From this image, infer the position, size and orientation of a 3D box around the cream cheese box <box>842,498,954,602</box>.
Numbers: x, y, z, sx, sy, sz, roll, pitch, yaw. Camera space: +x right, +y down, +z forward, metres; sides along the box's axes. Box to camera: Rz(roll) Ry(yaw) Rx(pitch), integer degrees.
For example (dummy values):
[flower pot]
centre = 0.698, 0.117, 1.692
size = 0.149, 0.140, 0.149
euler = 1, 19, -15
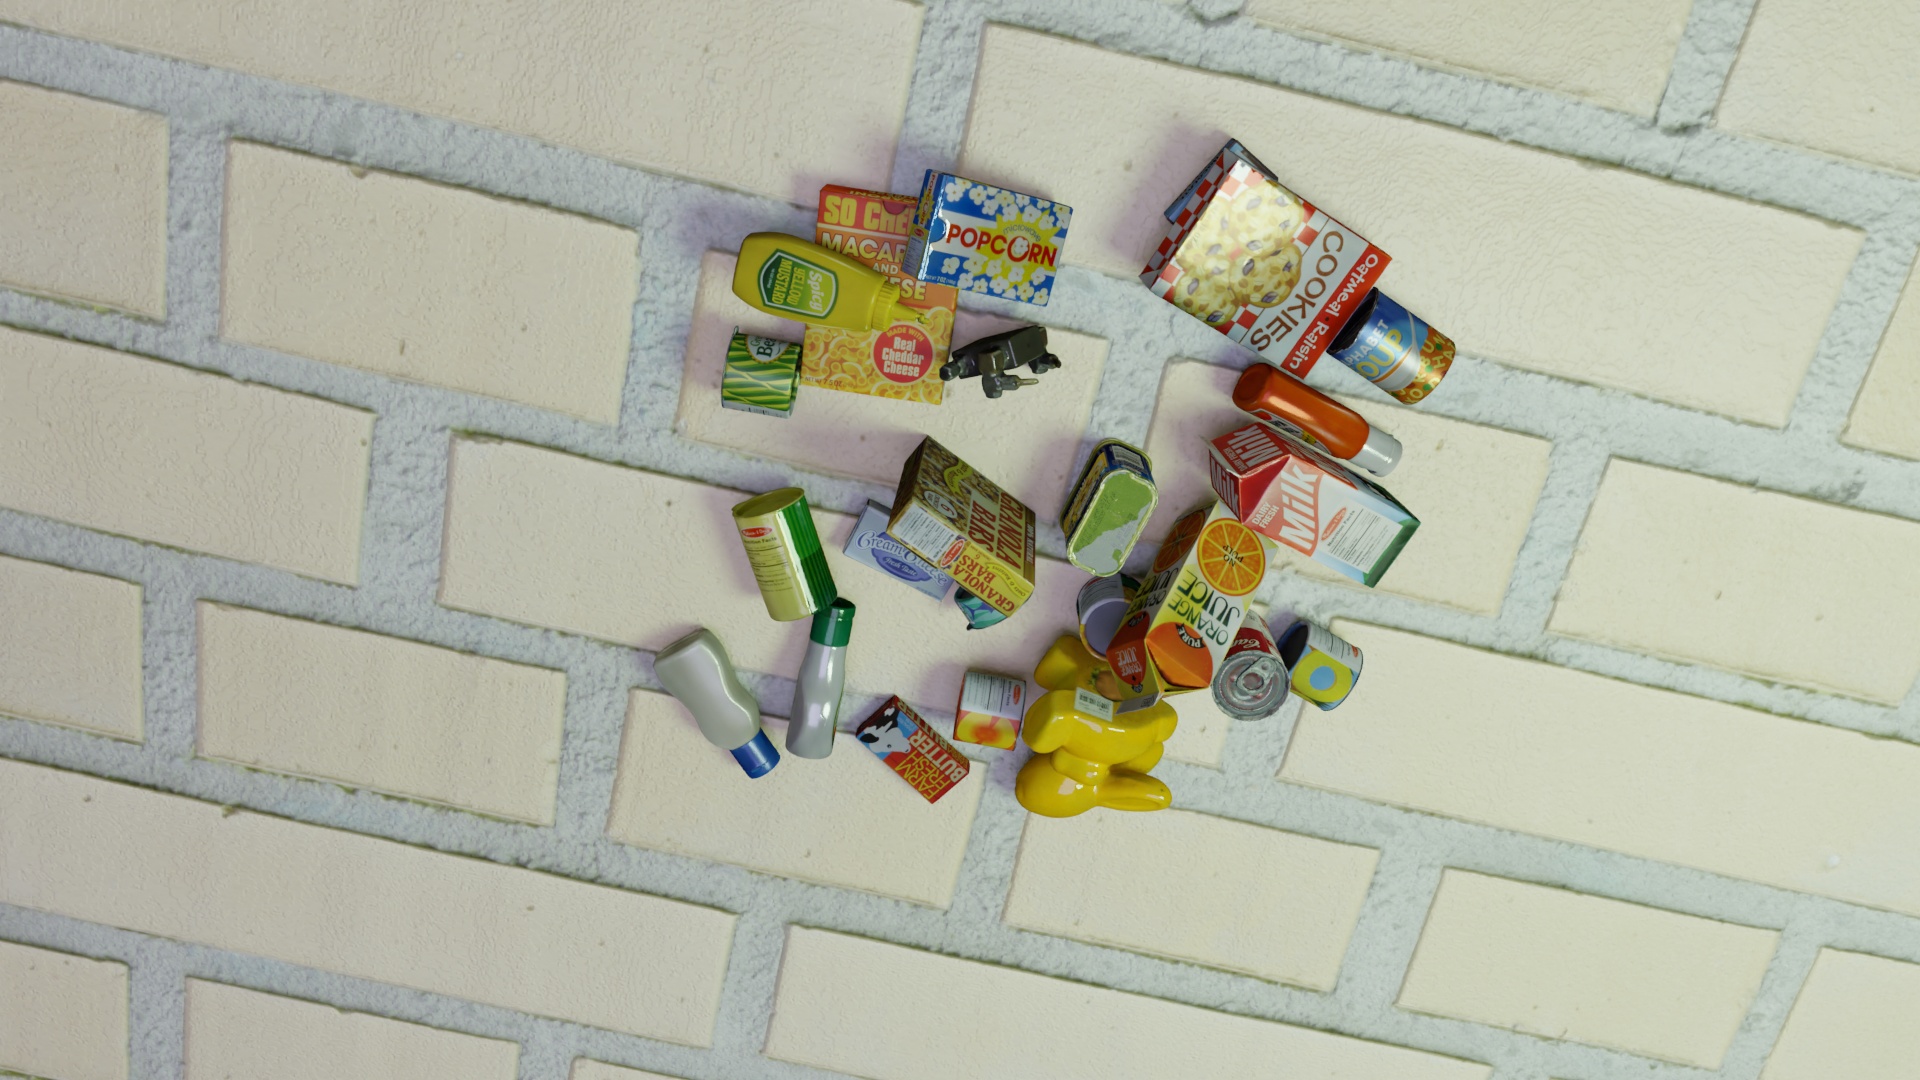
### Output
[cream cheese box]
centre = -0.049, 0.009, 1.254
size = 0.104, 0.024, 0.053
euler = 27, 108, -8

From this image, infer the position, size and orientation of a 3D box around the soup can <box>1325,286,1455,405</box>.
[soup can]
centre = 0.357, -0.159, 1.156
size = 0.084, 0.071, 0.071
euler = 32, 108, -9

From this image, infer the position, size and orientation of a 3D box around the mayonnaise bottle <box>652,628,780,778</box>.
[mayonnaise bottle]
centre = -0.223, 0.157, 1.304
size = 0.064, 0.041, 0.147
euler = -27, 108, 13

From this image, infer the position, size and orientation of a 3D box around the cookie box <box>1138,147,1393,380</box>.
[cookie box]
centre = 0.249, -0.222, 1.133
size = 0.167, 0.040, 0.122
euler = 25, 112, -22

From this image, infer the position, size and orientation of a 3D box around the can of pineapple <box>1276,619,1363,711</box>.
[can of pineapple]
centre = 0.320, 0.114, 1.258
size = 0.058, 0.071, 0.070
euler = 29, 108, -8

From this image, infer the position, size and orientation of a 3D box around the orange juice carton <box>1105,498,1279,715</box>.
[orange juice carton]
centre = 0.190, 0.066, 1.186
size = 0.073, 0.071, 0.193
euler = 37, 66, -11

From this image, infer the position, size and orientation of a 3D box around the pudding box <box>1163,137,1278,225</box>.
[pudding box]
centre = 0.212, -0.281, 1.138
size = 0.049, 0.030, 0.083
euler = 38, 107, -13

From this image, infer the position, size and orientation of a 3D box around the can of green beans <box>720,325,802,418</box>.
[can of green beans]
centre = -0.168, -0.140, 1.181
size = 0.058, 0.071, 0.071
euler = 10, 110, -2

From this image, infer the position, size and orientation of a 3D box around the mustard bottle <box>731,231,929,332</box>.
[mustard bottle]
centre = -0.101, -0.202, 1.121
size = 0.160, 0.049, 0.065
euler = 16, 111, 3

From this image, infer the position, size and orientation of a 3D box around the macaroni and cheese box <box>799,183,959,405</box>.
[macaroni and cheese box]
centre = -0.064, -0.205, 1.168
size = 0.124, 0.040, 0.165
euler = 8, 110, -2

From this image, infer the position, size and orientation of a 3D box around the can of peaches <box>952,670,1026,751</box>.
[can of peaches]
centre = 0.026, 0.159, 1.284
size = 0.058, 0.071, 0.071
euler = 11, 110, -2

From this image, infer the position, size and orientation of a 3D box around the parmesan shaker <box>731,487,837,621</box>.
[parmesan shaker]
centre = -0.157, 0.012, 1.238
size = 0.071, 0.071, 0.102
euler = -14, 110, 7

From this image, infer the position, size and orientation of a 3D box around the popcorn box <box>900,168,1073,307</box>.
[popcorn box]
centre = 0.022, -0.243, 1.122
size = 0.127, 0.038, 0.085
euler = 6, 109, -32

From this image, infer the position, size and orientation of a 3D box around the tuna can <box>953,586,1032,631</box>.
[tuna can]
centre = 0.027, 0.049, 1.243
size = 0.071, 0.071, 0.032
euler = -30, 105, 12

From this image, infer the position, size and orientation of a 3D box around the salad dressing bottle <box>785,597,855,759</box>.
[salad dressing bottle]
centre = -0.128, 0.126, 1.281
size = 0.044, 0.064, 0.147
euler = 9, 103, -13

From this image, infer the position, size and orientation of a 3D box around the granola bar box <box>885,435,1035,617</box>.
[granola bar box]
centre = 0.004, -0.015, 1.169
size = 0.124, 0.166, 0.039
euler = 35, 110, -10

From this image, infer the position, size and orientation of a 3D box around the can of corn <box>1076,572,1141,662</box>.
[can of corn]
centre = 0.140, 0.071, 1.252
size = 0.071, 0.058, 0.071
euler = 1, 110, 2

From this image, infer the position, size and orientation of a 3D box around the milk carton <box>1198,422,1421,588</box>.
[milk carton]
centre = 0.287, -0.038, 1.179
size = 0.190, 0.072, 0.073
euler = 24, 110, -23

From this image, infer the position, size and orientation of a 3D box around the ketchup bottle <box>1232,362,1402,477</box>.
[ketchup bottle]
centre = 0.308, -0.101, 1.185
size = 0.149, 0.065, 0.043
euler = 25, 95, -15

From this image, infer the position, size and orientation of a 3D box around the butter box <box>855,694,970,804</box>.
[butter box]
centre = -0.045, 0.199, 1.322
size = 0.103, 0.024, 0.053
euler = 43, 106, -12
